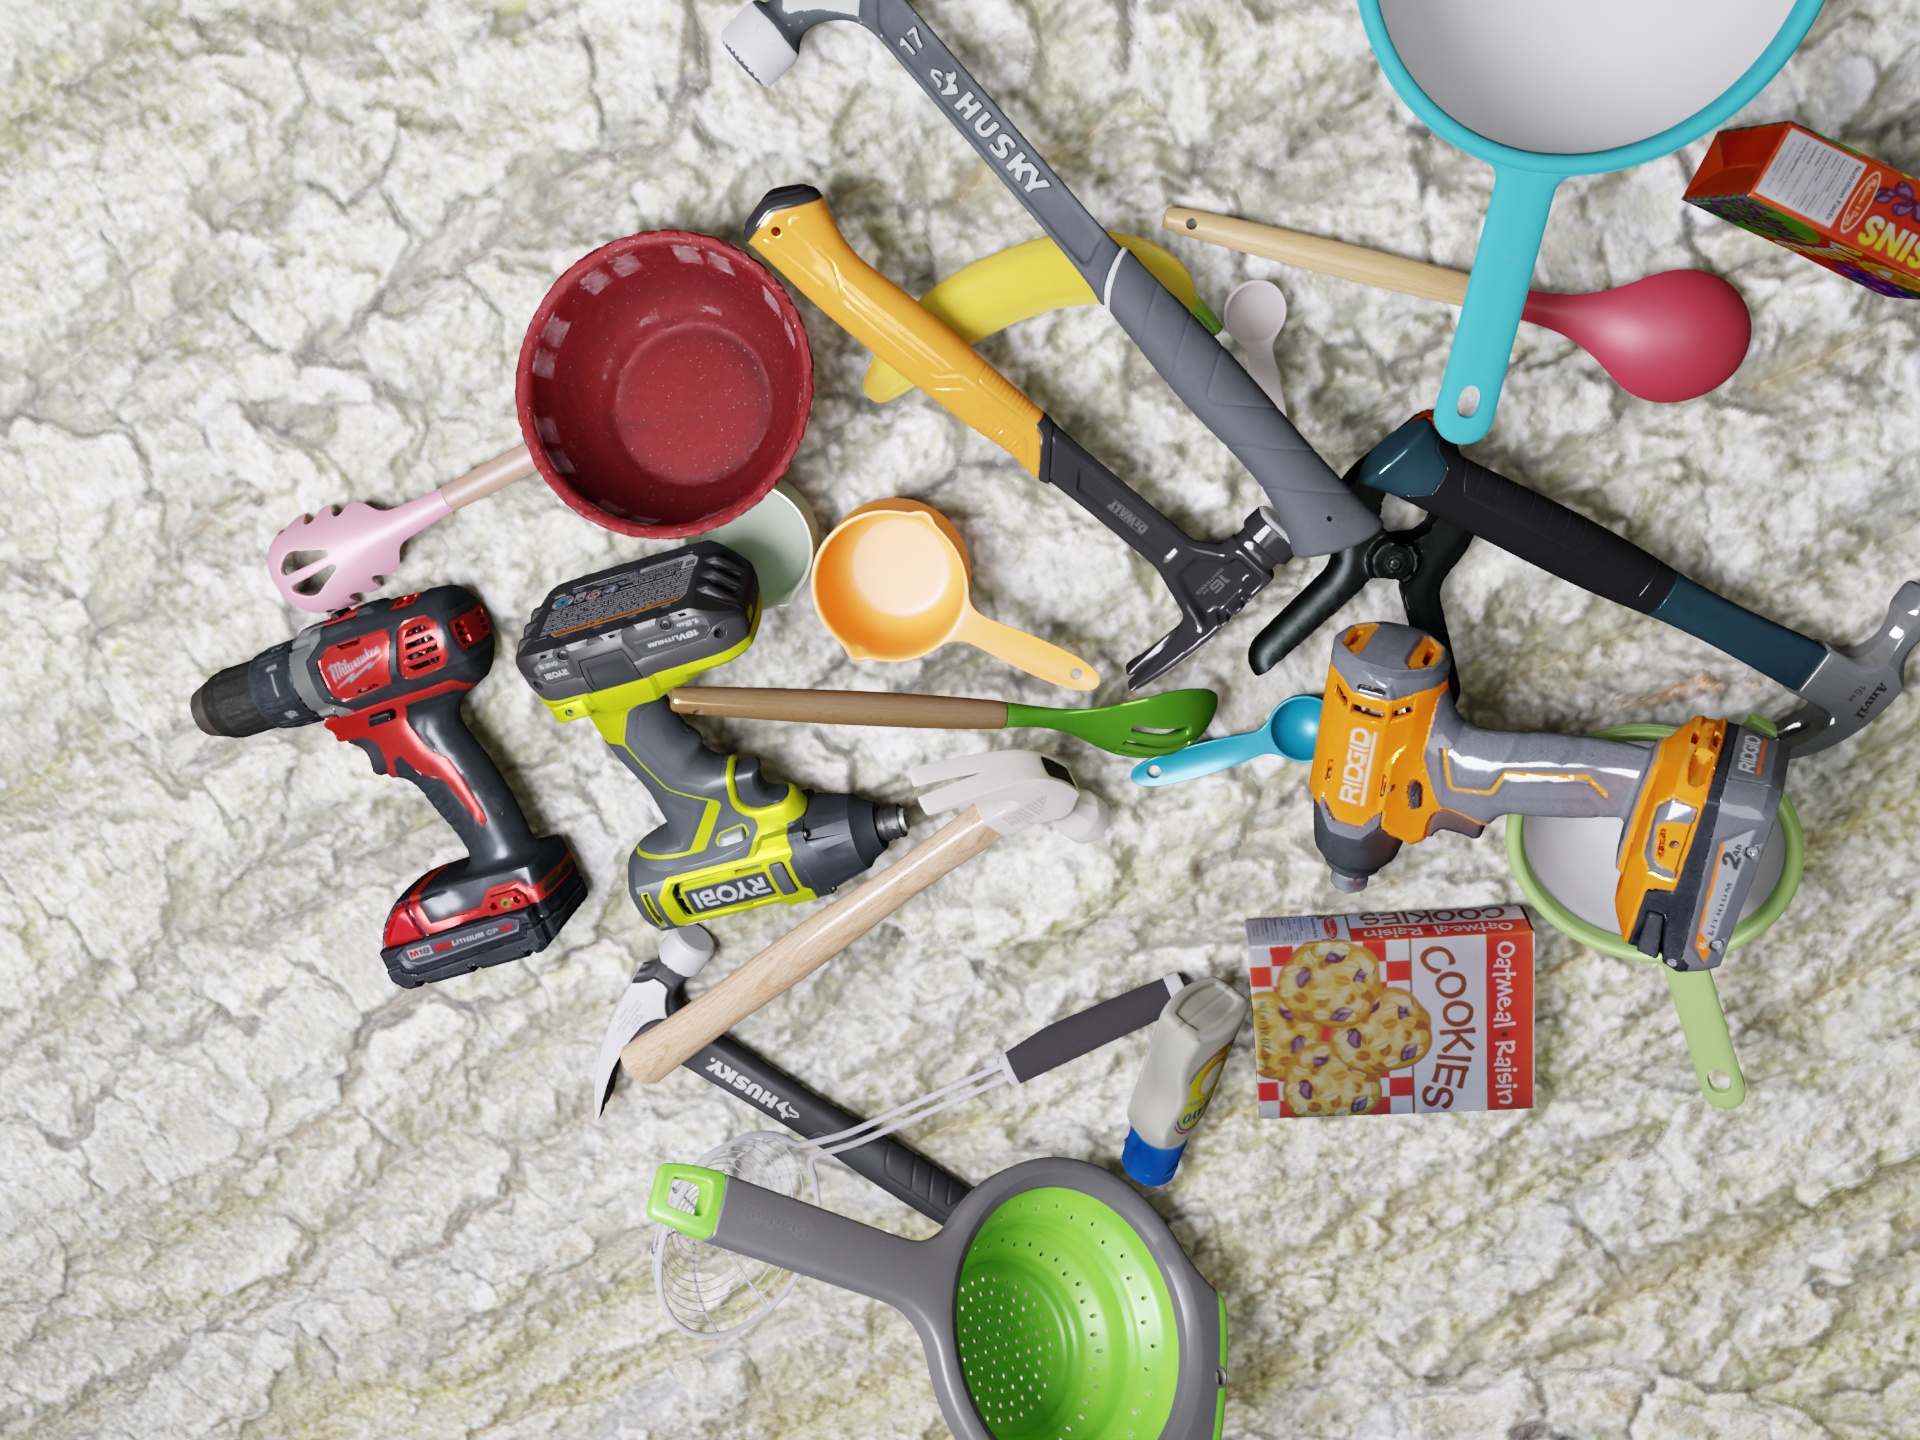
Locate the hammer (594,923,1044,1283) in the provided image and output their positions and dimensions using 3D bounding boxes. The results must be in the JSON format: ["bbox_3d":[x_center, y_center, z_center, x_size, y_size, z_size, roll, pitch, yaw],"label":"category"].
[{"bbox_3d":[-0.085,0.274,1.046,0.334,0.035,0.146,34,109,-8],"label":"hammer"}]

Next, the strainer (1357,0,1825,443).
[{"bbox_3d":[0.278,-0.308,0.764,0.211,0.095,0.340,11,113,4],"label":"strainer"}]

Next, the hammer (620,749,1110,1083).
[{"bbox_3d":[-0.073,0.121,0.944,0.331,0.031,0.129,-36,144,15],"label":"hammer"}]

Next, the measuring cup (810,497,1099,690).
[{"bbox_3d":[0.001,-0.064,0.904,0.173,0.052,0.095,25,111,-7],"label":"measuring cup"}]

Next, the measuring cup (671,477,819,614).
[{"bbox_3d":[-0.154,-0.083,0.921,0.167,0.038,0.083,-30,106,21],"label":"measuring cup"}]

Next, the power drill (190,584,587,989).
[{"bbox_3d":[-0.345,0.043,0.965,0.188,0.080,0.226,-16,105,11],"label":"power drill"}]

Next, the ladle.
[{"bbox_3d":[0.260,-0.227,0.832,0.315,0.031,0.069,14,111,2],"label":"ladle"}]

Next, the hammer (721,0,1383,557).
[{"bbox_3d":[0.069,-0.242,0.802,0.149,0.036,0.409,-42,93,8],"label":"hammer"}]

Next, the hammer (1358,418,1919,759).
[{"bbox_3d":[0.364,-0.076,0.852,0.331,0.033,0.128,24,112,-12],"label":"hammer"}]

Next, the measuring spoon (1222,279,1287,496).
[{"bbox_3d":[0.164,-0.179,0.867,0.034,0.018,0.124,-14,116,-3],"label":"measuring spoon"}]

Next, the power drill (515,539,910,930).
[{"bbox_3d":[-0.140,0.016,0.916,0.171,0.080,0.223,-15,125,12],"label":"power drill"}]

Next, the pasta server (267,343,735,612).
[{"bbox_3d":[-0.269,-0.141,0.915,0.316,0.040,0.060,-25,106,10],"label":"pasta server"}]

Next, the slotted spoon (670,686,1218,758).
[{"bbox_3d":[-0.001,-0.003,0.875,0.313,0.031,0.070,3,152,-17],"label":"slotted spoon"}]

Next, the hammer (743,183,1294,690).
[{"bbox_3d":[0.021,-0.155,0.847,0.336,0.034,0.127,38,114,-17],"label":"hammer"}]

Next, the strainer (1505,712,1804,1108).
[{"bbox_3d":[0.410,0.102,0.910,0.151,0.069,0.256,-12,112,33],"label":"strainer"}]

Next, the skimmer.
[{"bbox_3d":[-0.018,0.259,0.973,0.363,0.090,0.127,-25,122,2],"label":"skimmer"}]

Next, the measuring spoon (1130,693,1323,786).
[{"bbox_3d":[0.161,0.014,0.938,0.128,0.021,0.042,-17,108,21],"label":"measuring spoon"}]

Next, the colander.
[{"bbox_3d":[-0.020,0.348,0.952,0.396,0.205,0.094,27,142,-22],"label":"colander"}]

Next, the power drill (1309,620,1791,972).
[{"bbox_3d":[0.298,0.050,0.848,0.226,0.084,0.164,18,126,23],"label":"power drill"}]
